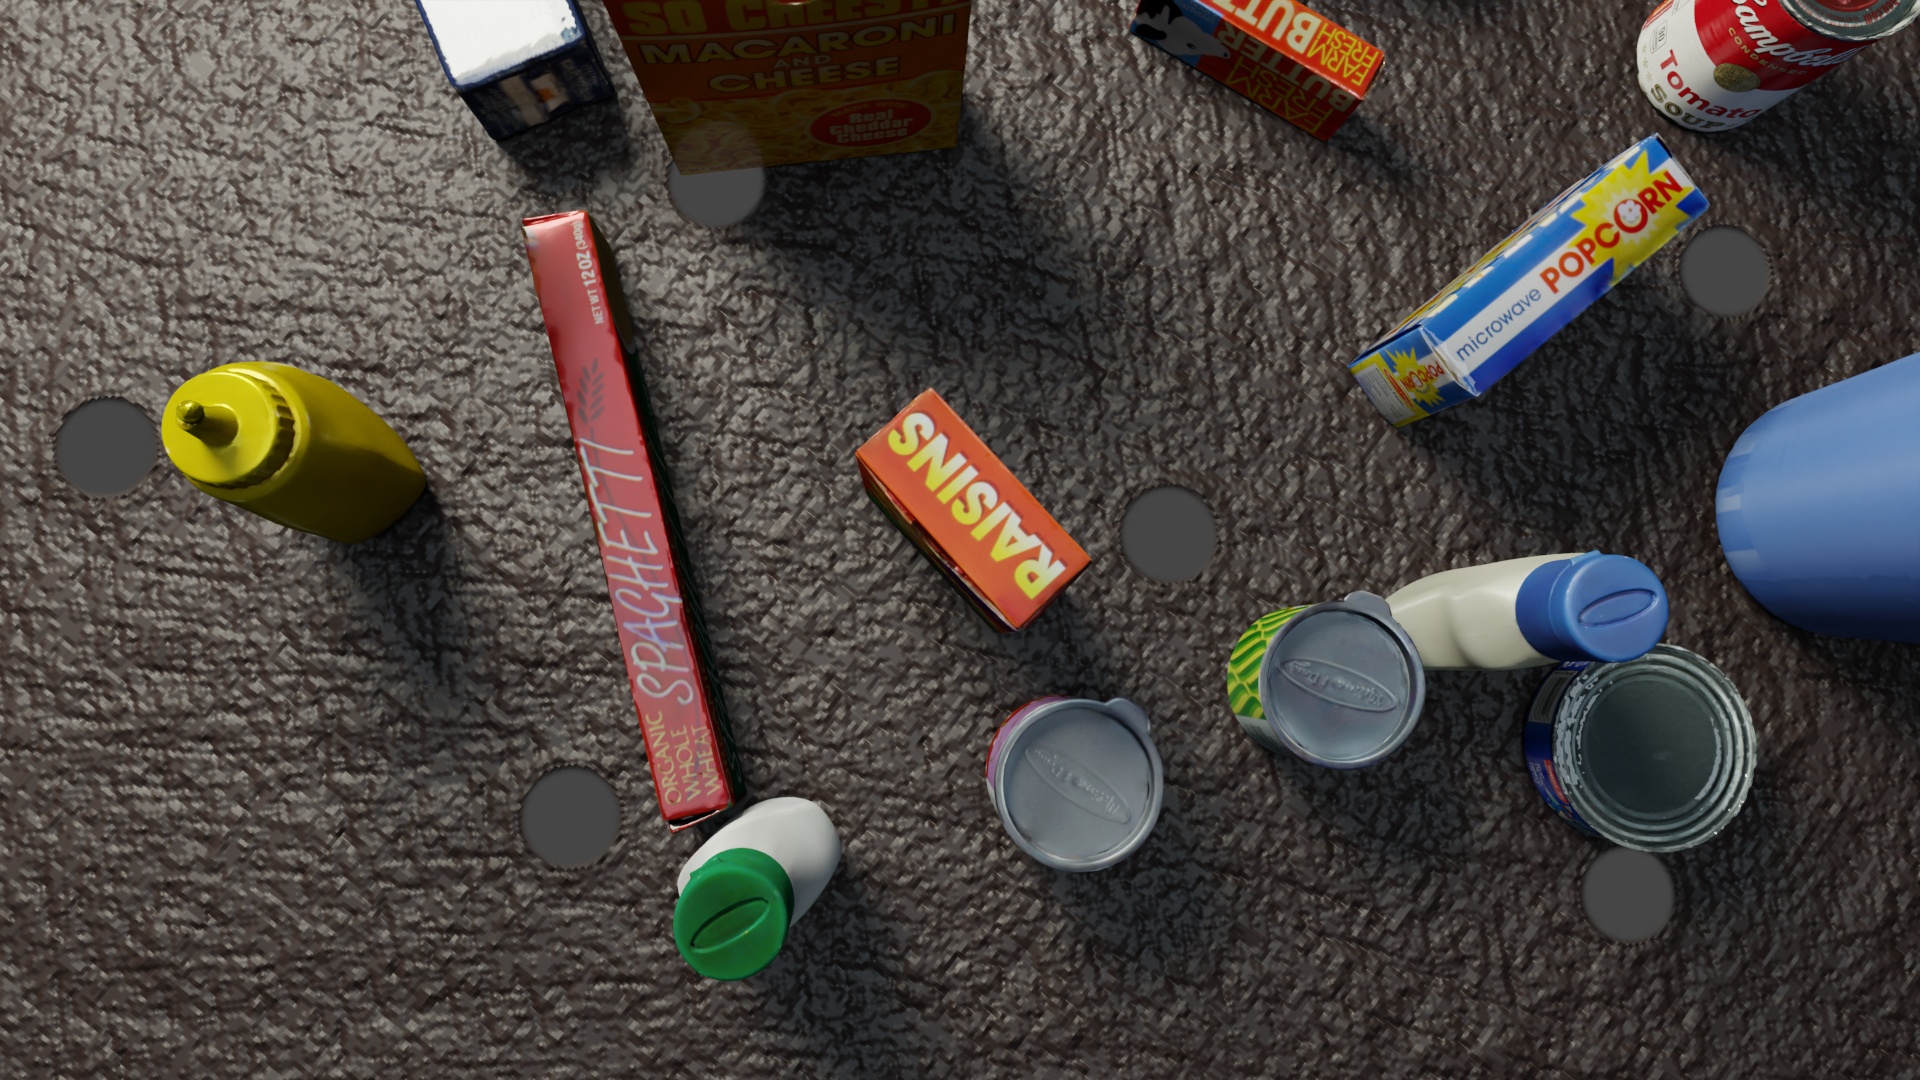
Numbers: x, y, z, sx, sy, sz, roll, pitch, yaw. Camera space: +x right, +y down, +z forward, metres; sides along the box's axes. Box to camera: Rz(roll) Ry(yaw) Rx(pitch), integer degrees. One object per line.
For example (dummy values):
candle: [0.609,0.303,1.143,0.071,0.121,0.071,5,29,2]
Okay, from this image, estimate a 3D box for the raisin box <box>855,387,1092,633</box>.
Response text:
raisin box: [0.002,-0.007,0.536,0.040,0.123,0.086,-42,88,-5]

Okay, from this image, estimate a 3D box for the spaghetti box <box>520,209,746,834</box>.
spaghetti box: [-0.132,-0.008,0.567,0.029,0.050,0.250,-14,86,-3]

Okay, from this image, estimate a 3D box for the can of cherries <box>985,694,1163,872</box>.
can of cherries: [0.046,0.094,0.562,0.071,0.058,0.071,0,85,-2]

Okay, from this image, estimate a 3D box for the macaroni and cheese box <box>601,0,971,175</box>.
macaroni and cheese box: [-0.060,-0.190,0.528,0.124,0.166,0.040,-7,86,-3]

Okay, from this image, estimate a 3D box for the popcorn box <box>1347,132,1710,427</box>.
popcorn box: [0.230,-0.103,0.574,0.127,0.085,0.038,-39,88,-5]

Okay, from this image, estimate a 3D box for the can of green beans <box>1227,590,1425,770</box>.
can of green beans: [0.148,0.058,0.570,0.071,0.058,0.071,0,85,-2]

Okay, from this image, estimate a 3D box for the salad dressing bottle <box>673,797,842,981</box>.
salad dressing bottle: [-0.076,0.126,0.508,0.064,0.147,0.044,-29,87,-4]

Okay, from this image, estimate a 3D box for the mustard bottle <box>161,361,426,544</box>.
mustard bottle: [-0.249,-0.035,0.508,0.065,0.160,0.049,45,85,1]

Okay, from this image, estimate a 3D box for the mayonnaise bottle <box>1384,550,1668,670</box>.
mayonnaise bottle: [0.213,0.028,0.530,0.065,0.148,0.041,-17,87,-4]

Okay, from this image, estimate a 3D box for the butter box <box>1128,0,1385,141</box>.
butter box: [0.126,-0.214,0.595,0.103,0.053,0.024,30,85,0]
